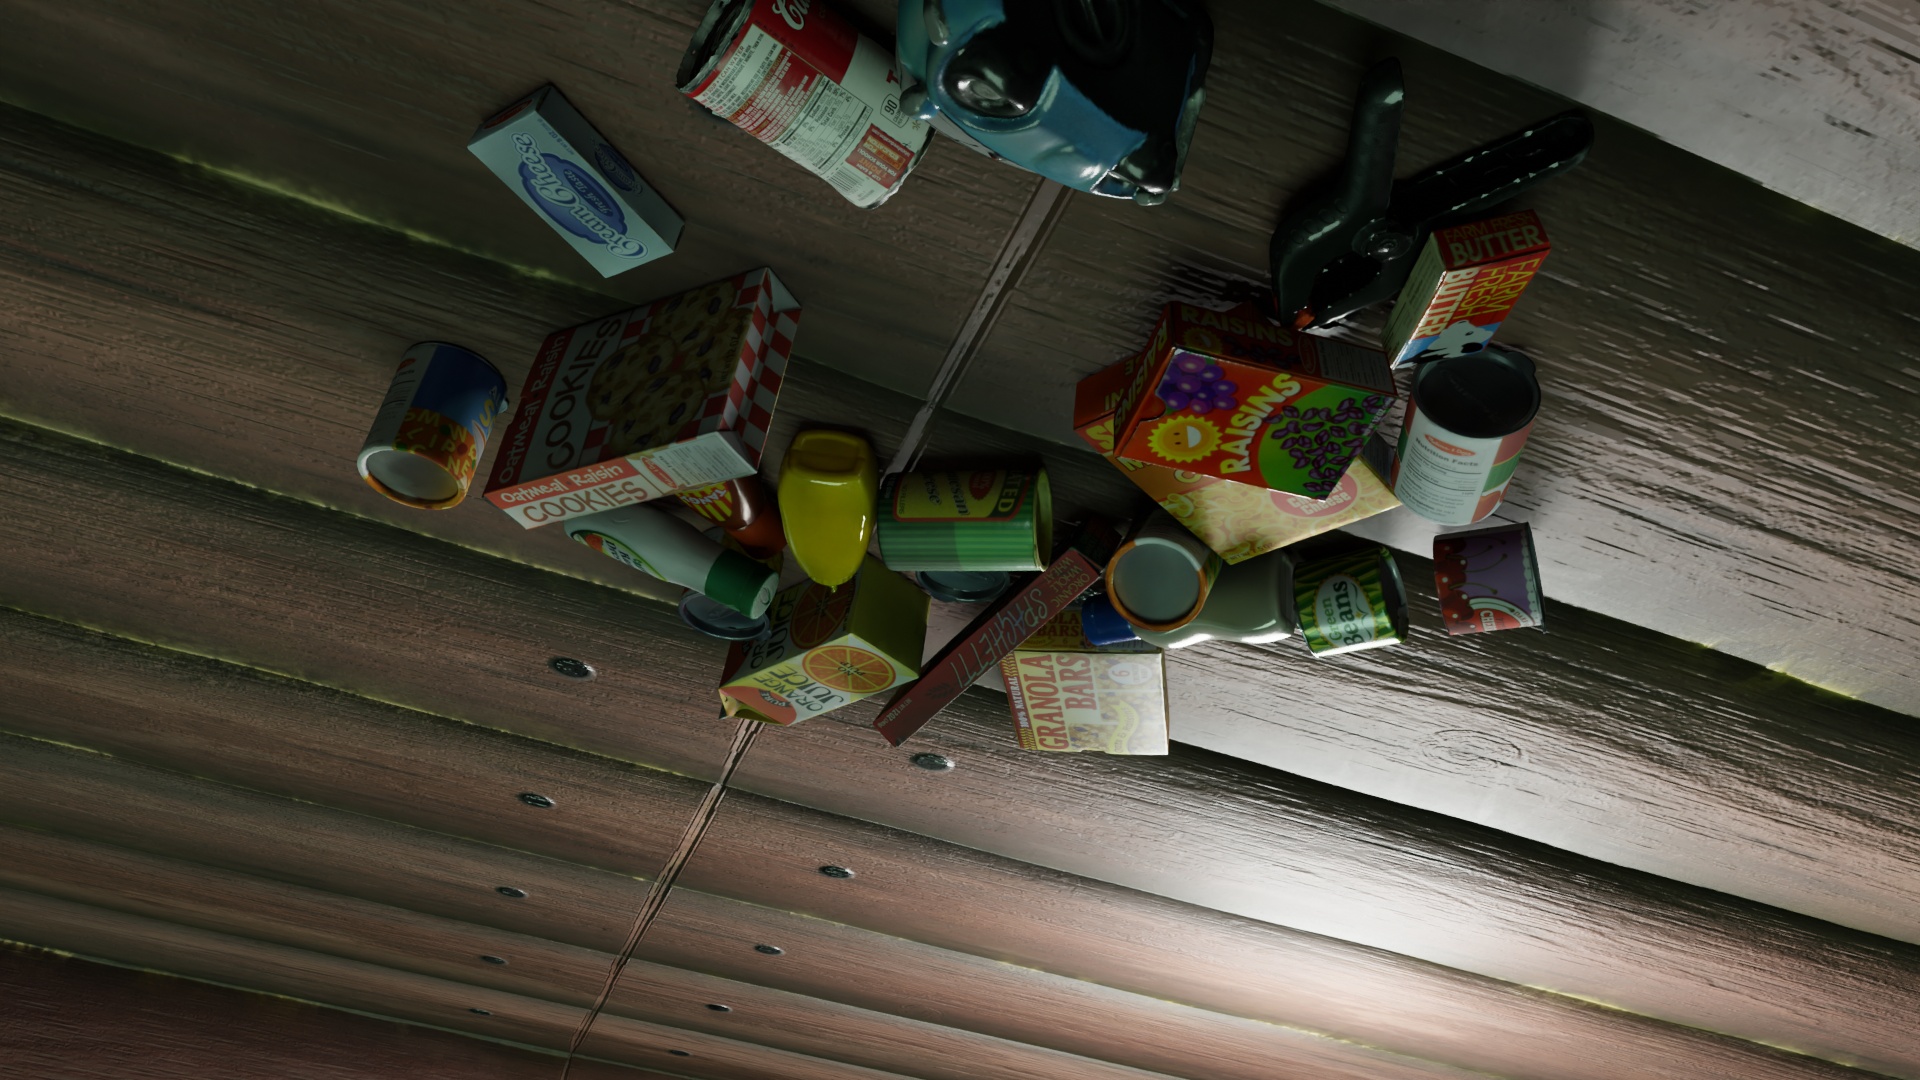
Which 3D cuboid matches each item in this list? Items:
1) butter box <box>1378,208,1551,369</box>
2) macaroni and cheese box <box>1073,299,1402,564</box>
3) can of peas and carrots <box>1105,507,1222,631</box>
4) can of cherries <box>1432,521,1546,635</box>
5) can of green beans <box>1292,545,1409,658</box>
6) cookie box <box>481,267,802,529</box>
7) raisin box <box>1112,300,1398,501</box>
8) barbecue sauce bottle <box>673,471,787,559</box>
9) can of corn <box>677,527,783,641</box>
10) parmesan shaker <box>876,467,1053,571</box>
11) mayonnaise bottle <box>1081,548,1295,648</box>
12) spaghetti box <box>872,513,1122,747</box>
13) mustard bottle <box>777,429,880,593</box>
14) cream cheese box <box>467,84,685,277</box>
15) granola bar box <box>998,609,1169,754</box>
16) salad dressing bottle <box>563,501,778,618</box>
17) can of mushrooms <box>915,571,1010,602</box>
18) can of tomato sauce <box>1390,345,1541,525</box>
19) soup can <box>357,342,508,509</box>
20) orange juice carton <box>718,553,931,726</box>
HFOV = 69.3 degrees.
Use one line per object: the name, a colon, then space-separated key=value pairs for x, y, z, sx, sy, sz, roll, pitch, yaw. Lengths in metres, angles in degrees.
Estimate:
butter box: x=0.248 y=-0.122 z=0.691 sx=0.053 sy=0.024 sz=0.103 roll=-12 pitch=159 yaw=-3
macaroni and cheese box: x=0.166 y=-0.057 z=0.821 sx=0.123 sy=0.040 sz=0.166 roll=-23 pitch=135 yaw=37
can of peas and carrots: x=0.131 y=0.021 z=0.900 sx=0.071 sy=0.059 sz=0.070 roll=7 pitch=112 yaw=18
can of cherries: x=0.336 y=0.027 z=0.881 sx=0.058 sy=0.072 sz=0.071 roll=-9 pitch=142 yaw=24
can of green beans: x=0.259 y=0.041 z=0.922 sx=0.057 sy=0.071 sz=0.071 roll=-15 pitch=140 yaw=29
cookie box: x=-0.180 y=-0.080 z=0.786 sx=0.167 sy=0.123 sz=0.040 roll=-11 pitch=140 yaw=26
raisin box: x=0.153 y=-0.071 z=0.734 sx=0.123 sy=0.040 sz=0.085 roll=12 pitch=140 yaw=-10
barbecue sauce bottle: x=-0.162 y=-0.042 z=0.909 sx=0.065 sy=0.044 sz=0.148 roll=-6 pitch=144 yaw=25
can of corn: x=-0.163 y=0.032 z=1.004 sx=0.071 sy=0.058 sz=0.070 roll=5 pitch=146 yaw=4
parmesan shaker: x=0.003 y=-0.011 z=0.894 sx=0.103 sy=0.071 sz=0.071 roll=-1 pitch=145 yaw=13
mayonnaise bottle: x=0.156 y=0.045 z=0.957 sx=0.148 sy=0.065 sz=0.041 roll=-12 pitch=149 yaw=33
spaghetti box: x=0.022 y=0.068 z=0.985 sx=0.028 sy=0.050 sz=0.249 roll=43 pitch=128 yaw=-4
mustard bottle: x=-0.089 y=-0.011 z=0.934 sx=0.065 sy=0.049 sz=0.159 roll=9 pitch=147 yaw=0
cream cheese box: x=-0.199 y=-0.185 z=0.725 sx=0.053 sy=0.024 sz=0.103 roll=-14 pitch=140 yaw=31
granola bar box: x=0.099 y=0.113 z=1.086 sx=0.124 sy=0.039 sz=0.164 roll=1 pitch=145 yaw=11
salad dressing bottle: x=-0.196 y=0.007 z=0.946 sx=0.148 sy=0.044 sz=0.064 roll=24 pitch=162 yaw=12
can of mushrooms: x=0.002 y=0.014 z=0.965 sx=0.071 sy=0.033 sz=0.070 roll=5 pitch=146 yaw=3
can of tomato sauce: x=0.280 y=-0.059 z=0.775 sx=0.071 sy=0.071 sz=0.082 roll=2 pitch=146 yaw=9
soup can: x=-0.326 y=-0.070 z=0.866 sx=0.071 sy=0.084 sz=0.071 roll=5 pitch=146 yaw=4
orange juice carton: x=-0.117 y=0.083 z=1.058 sx=0.192 sy=0.072 sz=0.073 roll=-24 pitch=134 yaw=38
